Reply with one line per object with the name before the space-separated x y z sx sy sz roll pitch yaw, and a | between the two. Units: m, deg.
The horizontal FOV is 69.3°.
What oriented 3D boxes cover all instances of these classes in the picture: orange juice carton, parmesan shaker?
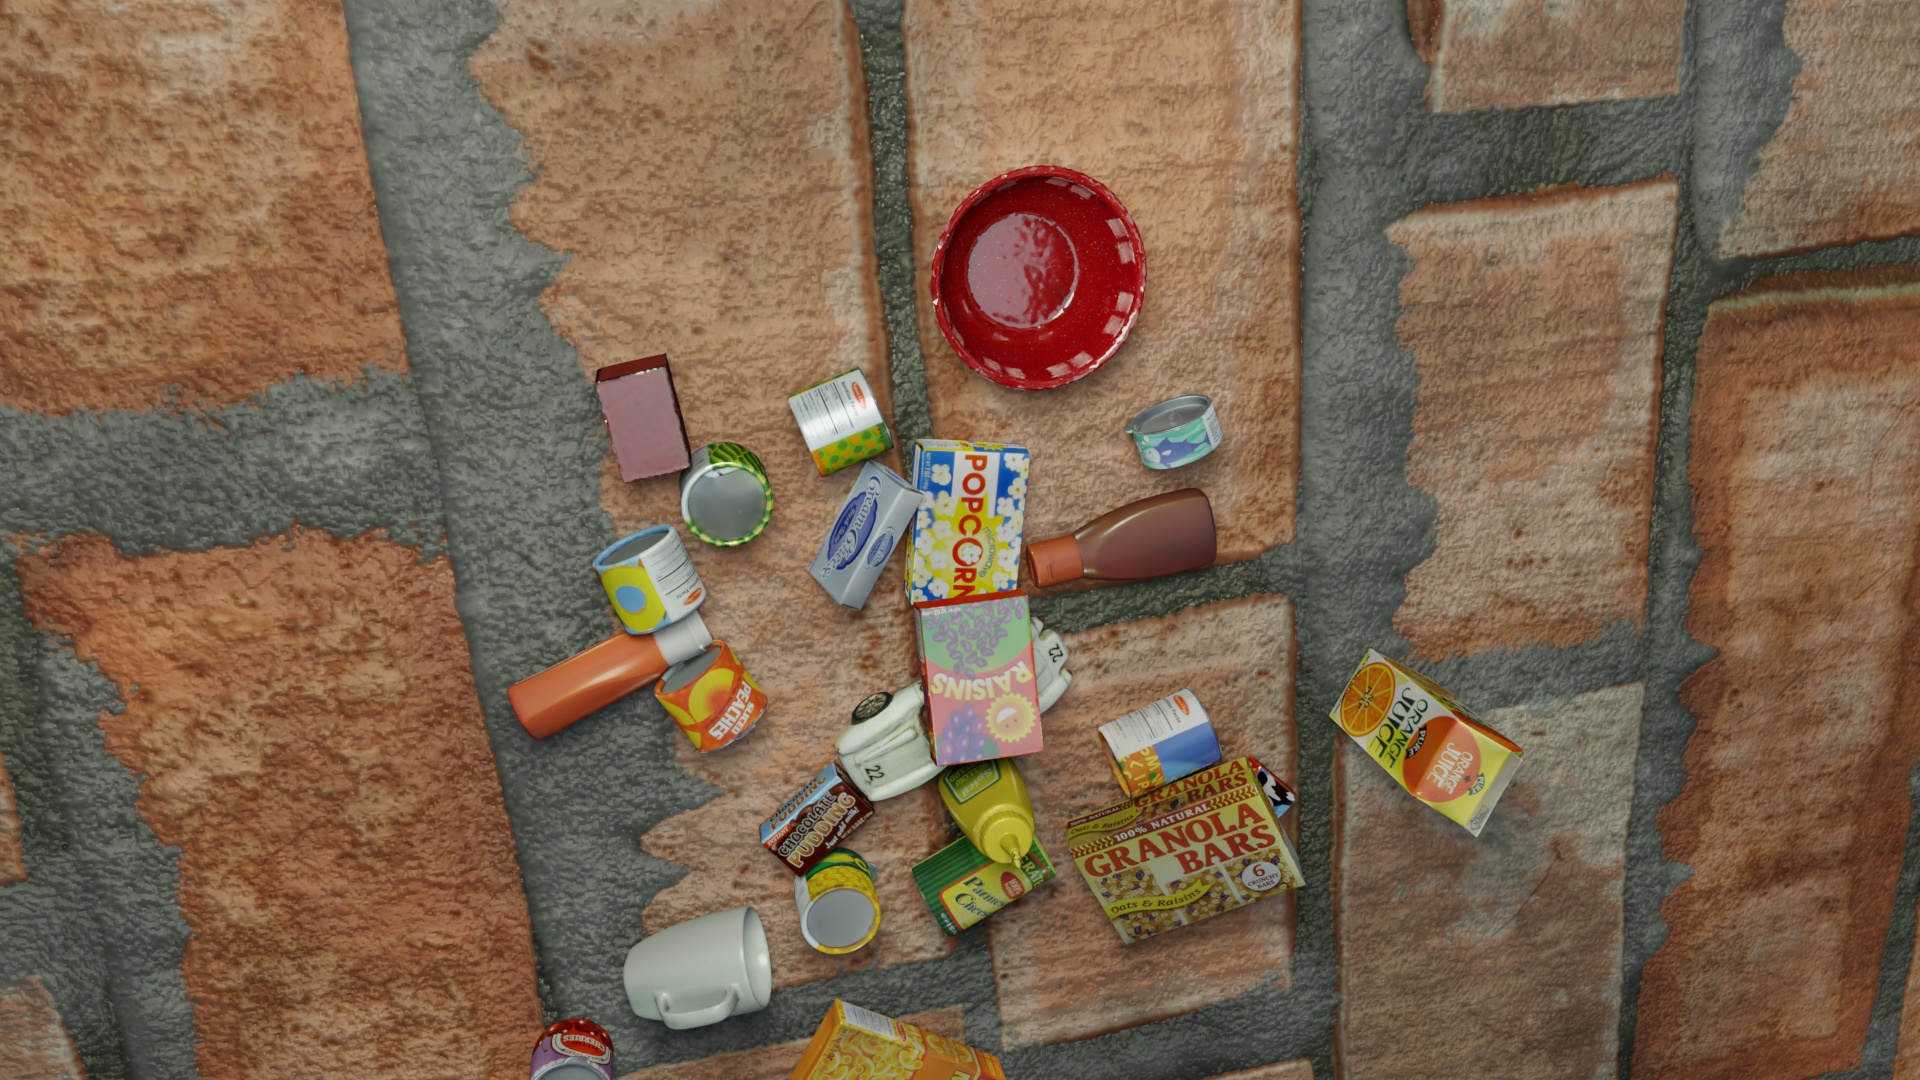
orange juice carton | 0.388 0.166 1.138 0.073 0.193 0.071 24 101 -18
parmesan shaker | 0.021 0.277 1.155 0.103 0.071 0.071 -31 111 -2

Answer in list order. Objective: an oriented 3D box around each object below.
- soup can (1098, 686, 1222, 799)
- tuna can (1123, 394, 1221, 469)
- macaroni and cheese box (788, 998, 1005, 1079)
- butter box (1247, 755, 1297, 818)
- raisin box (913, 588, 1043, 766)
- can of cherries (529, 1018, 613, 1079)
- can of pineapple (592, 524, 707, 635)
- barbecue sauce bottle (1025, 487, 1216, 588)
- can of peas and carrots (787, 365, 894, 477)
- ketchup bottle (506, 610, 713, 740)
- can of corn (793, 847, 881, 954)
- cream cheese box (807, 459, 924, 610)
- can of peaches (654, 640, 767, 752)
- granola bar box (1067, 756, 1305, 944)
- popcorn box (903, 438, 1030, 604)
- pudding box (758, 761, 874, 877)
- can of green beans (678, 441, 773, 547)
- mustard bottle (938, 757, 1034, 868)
soup can | 0.166 0.171 1.156 0.084 0.071 0.071 -23 111 -4
tuna can | 0.165 -0.084 1.079 0.071 0.071 0.032 -25 111 -5
macaroni and cheese box | -0.062 0.484 1.213 0.166 0.040 0.123 26 99 -19
butter box | 0.241 0.244 1.218 0.053 0.024 0.103 41 94 -21
raisin box | 0.013 0.104 1.060 0.086 0.040 0.123 -7 96 -9
can of cherries | -0.315 0.432 1.128 0.071 0.058 0.071 -3 107 -11
can of pineapple | -0.230 0.029 1.021 0.071 0.071 0.057 -24 110 -5
barbecue sauce bottle | 0.128 0.004 1.108 0.149 0.044 0.064 -14 109 -8
can of peas and carrots | -0.088 -0.086 1.020 0.059 0.071 0.070 -23 111 -5
ketchup bottle | -0.259 0.096 1.039 0.149 0.064 0.043 -27 75 -11
can of corn | -0.099 0.294 1.136 0.071 0.058 0.071 -4 108 -12
cream cheese box | -0.073 -0.005 1.052 0.024 0.053 0.103 20 103 -45
can of peaches | -0.189 0.118 1.055 0.071 0.071 0.058 -33 110 -1
granola bar box | 0.190 0.263 1.176 0.165 0.039 0.124 -23 116 14
popcorn box | 0.004 -0.013 1.076 0.085 0.038 0.126 1 106 -14
pudding box | -0.117 0.226 1.126 0.083 0.030 0.049 -41 110 1
can of green beans | -0.172 -0.034 1.019 0.071 0.058 0.071 -4 108 -12
mustard bottle | 0.026 0.211 1.085 0.065 0.160 0.048 -34 110 -2
